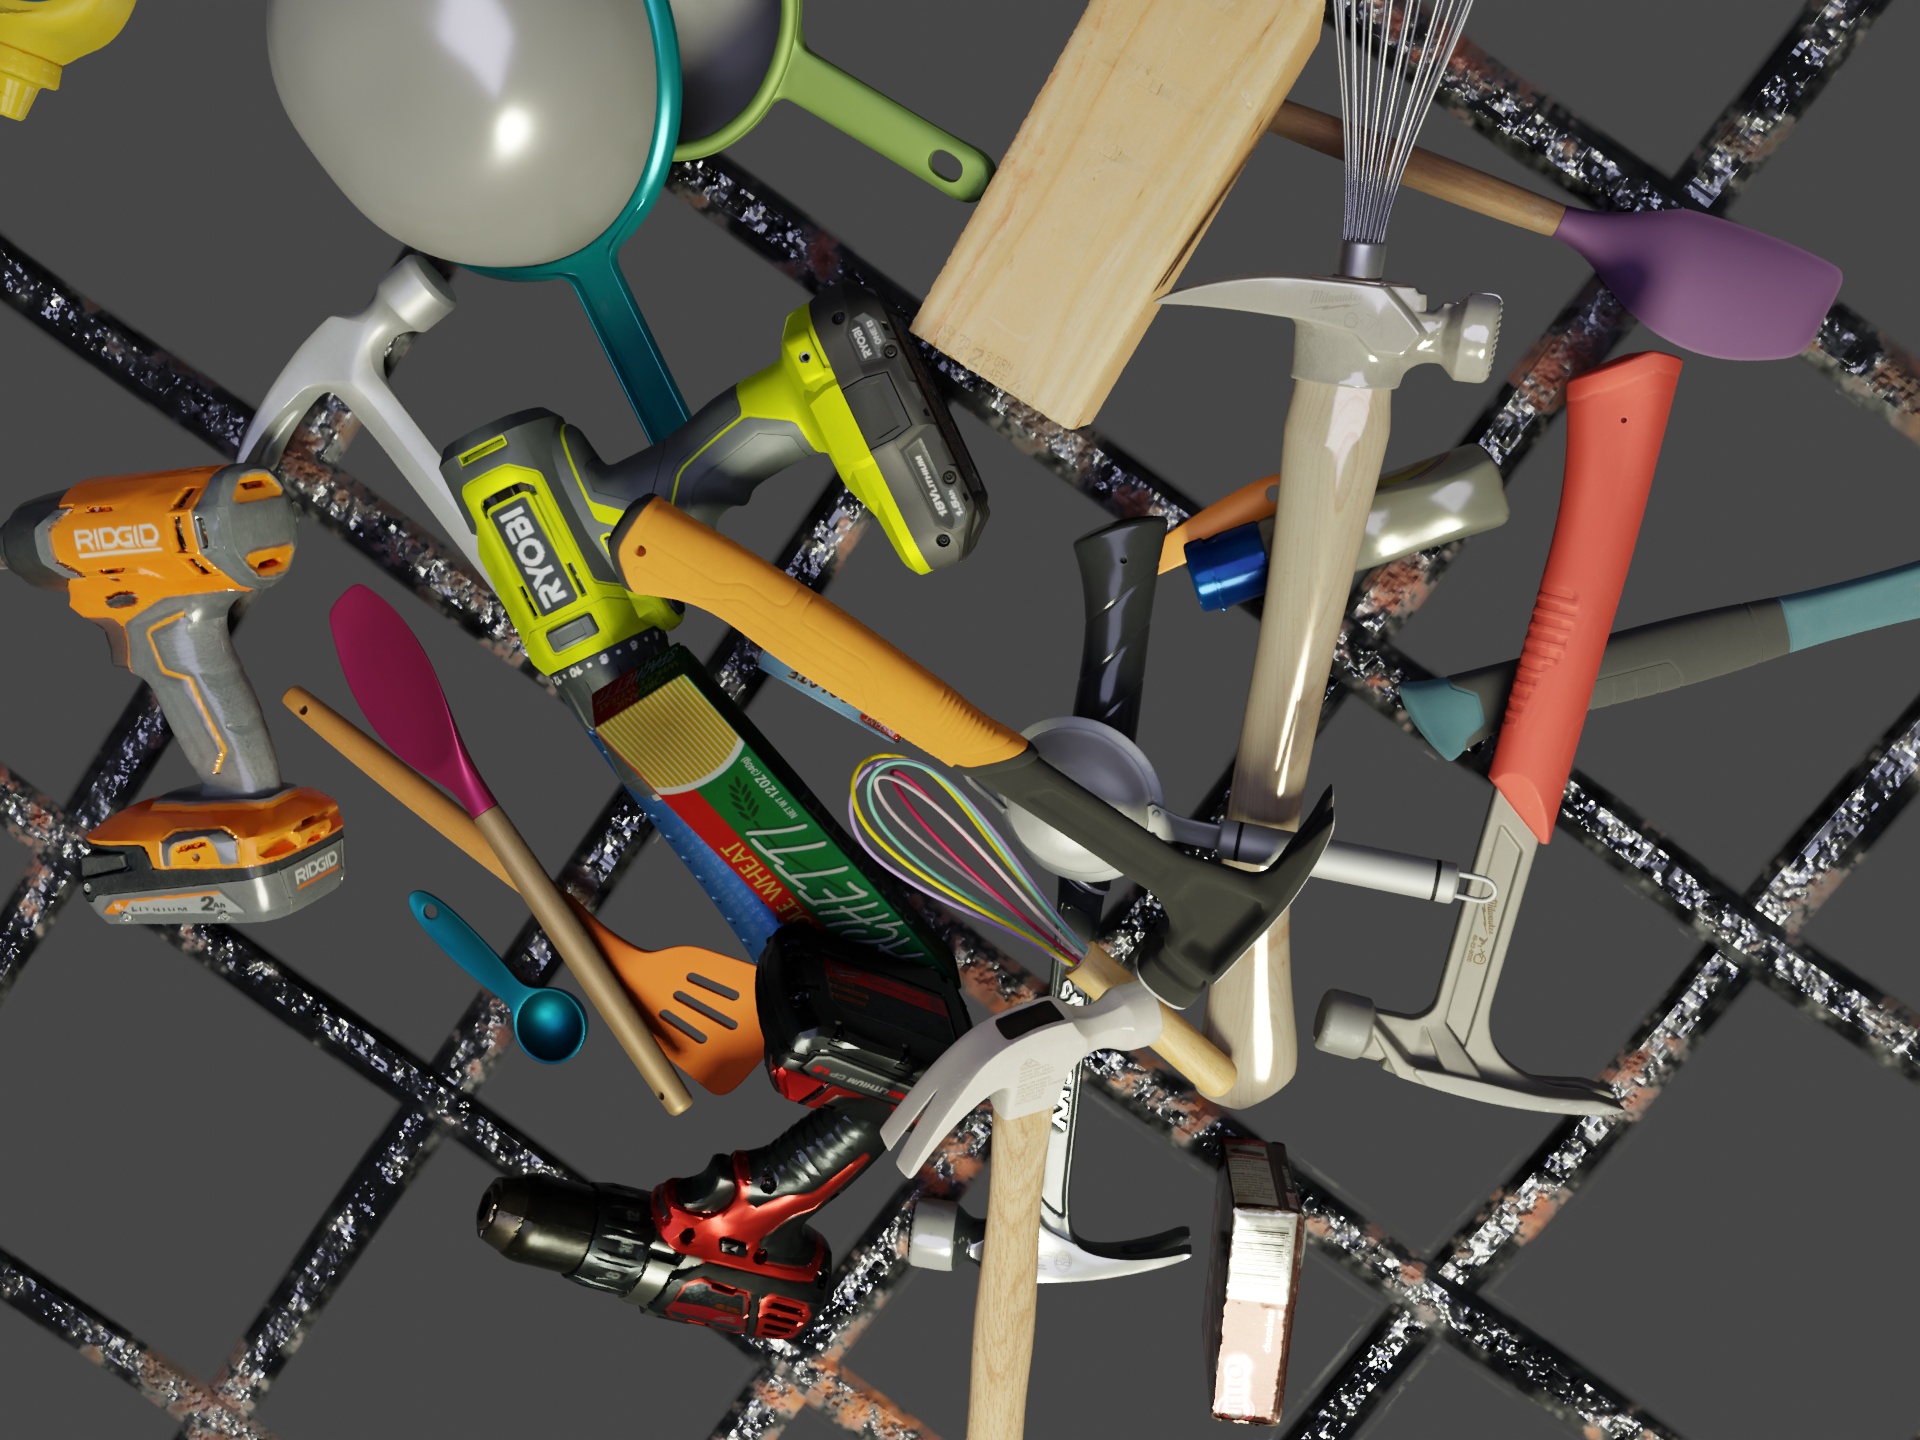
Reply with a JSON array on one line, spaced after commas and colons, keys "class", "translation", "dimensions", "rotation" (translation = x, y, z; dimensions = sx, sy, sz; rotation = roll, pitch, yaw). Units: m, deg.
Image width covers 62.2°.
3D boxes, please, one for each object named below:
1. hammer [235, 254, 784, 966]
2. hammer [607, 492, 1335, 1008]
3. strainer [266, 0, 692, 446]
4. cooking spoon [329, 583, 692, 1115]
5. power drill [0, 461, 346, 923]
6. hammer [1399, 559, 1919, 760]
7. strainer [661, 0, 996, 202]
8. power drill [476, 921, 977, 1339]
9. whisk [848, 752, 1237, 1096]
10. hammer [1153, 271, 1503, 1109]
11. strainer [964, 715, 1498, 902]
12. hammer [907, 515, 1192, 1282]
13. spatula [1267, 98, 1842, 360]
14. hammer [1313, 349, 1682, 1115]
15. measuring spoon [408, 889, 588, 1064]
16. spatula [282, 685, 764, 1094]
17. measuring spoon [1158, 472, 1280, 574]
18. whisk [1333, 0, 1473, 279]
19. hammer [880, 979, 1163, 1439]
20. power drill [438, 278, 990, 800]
[{"class": "hammer", "translation": [-0.212, -0.035, 0.828], "dimensions": [0.144, 0.035, 0.405], "rotation": [-36, 92, 10]}, {"class": "hammer", "translation": [-0.001, -0.002, 0.699], "dimensions": [0.337, 0.034, 0.127], "rotation": [32, 119, -5]}, {"class": "strainer", "translation": [-0.214, -0.244, 0.744], "dimensions": [0.211, 0.095, 0.340], "rotation": [-17, 106, 30]}, {"class": "cooking spoon", "translation": [-0.231, 0.069, 0.822], "dimensions": [0.068, 0.017, 0.319], "rotation": [-33, 91, 36]}, {"class": "power drill", "translation": [-0.412, -0.014, 0.819], "dimensions": [0.164, 0.084, 0.226], "rotation": [-2, 103, 13]}, {"class": "hammer", "translation": [0.380, -0.041, 0.764], "dimensions": [0.331, 0.033, 0.128], "rotation": [-15, 97, 8]}, {"class": "strainer", "translation": [-0.086, -0.320, 0.748], "dimensions": [0.256, 0.069, 0.151], "rotation": [32, 124, 4]}, {"class": "power drill", "translation": [-0.113, 0.211, 0.790], "dimensions": [0.187, 0.080, 0.226], "rotation": [25, 113, -26]}, {"class": "whisk", "translation": [0.044, 0.099, 0.778], "dimensions": [0.245, 0.047, 0.051], "rotation": [41, 112, -8]}, {"class": "hammer", "translation": [0.143, 0.000, 0.756], "dimensions": [0.146, 0.038, 0.410], "rotation": [11, 111, 15]}, {"class": "strainer", "translation": [0.118, 0.054, 0.744], "dimensions": [0.258, 0.050, 0.086], "rotation": [10, 115, 13]}, {"class": "hammer", "translation": [0.066, 0.099, 0.812], "dimensions": [0.149, 0.036, 0.409], "rotation": [7, 100, 4]}, {"class": "spatula", "translation": [0.259, -0.245, 0.757], "dimensions": [0.316, 0.018, 0.059], "rotation": [22, 112, 2]}, {"class": "hammer", "translation": [0.282, 0.009, 0.749], "dimensions": [0.149, 0.037, 0.359], "rotation": [13, 101, 4]}, {"class": "measuring spoon", "translation": [-0.252, 0.136, 0.871], "dimensions": [0.129, 0.021, 0.042], "rotation": [41, 101, 9]}, {"class": "spatula", "translation": [-0.233, 0.082, 0.856], "dimensions": [0.322, 0.041, 0.081], "rotation": [37, 99, 4]}, {"class": "measuring spoon", "translation": [0.118, -0.092, 0.796], "dimensions": [0.117, 0.011, 0.021], "rotation": [-29, 94, 10]}, {"class": "whisk", "translation": [0.188, -0.245, 0.729], "dimensions": [0.070, 0.070, 0.284], "rotation": [7, 112, 5]}, {"class": "hammer", "translation": [0.022, 0.278, 0.793], "dimensions": [0.130, 0.031, 0.331], "rotation": [-10, 121, -24]}, {"class": "power drill", "translation": [-0.106, -0.084, 0.744], "dimensions": [0.228, 0.080, 0.190], "rotation": [-24, 97, 10]}]
